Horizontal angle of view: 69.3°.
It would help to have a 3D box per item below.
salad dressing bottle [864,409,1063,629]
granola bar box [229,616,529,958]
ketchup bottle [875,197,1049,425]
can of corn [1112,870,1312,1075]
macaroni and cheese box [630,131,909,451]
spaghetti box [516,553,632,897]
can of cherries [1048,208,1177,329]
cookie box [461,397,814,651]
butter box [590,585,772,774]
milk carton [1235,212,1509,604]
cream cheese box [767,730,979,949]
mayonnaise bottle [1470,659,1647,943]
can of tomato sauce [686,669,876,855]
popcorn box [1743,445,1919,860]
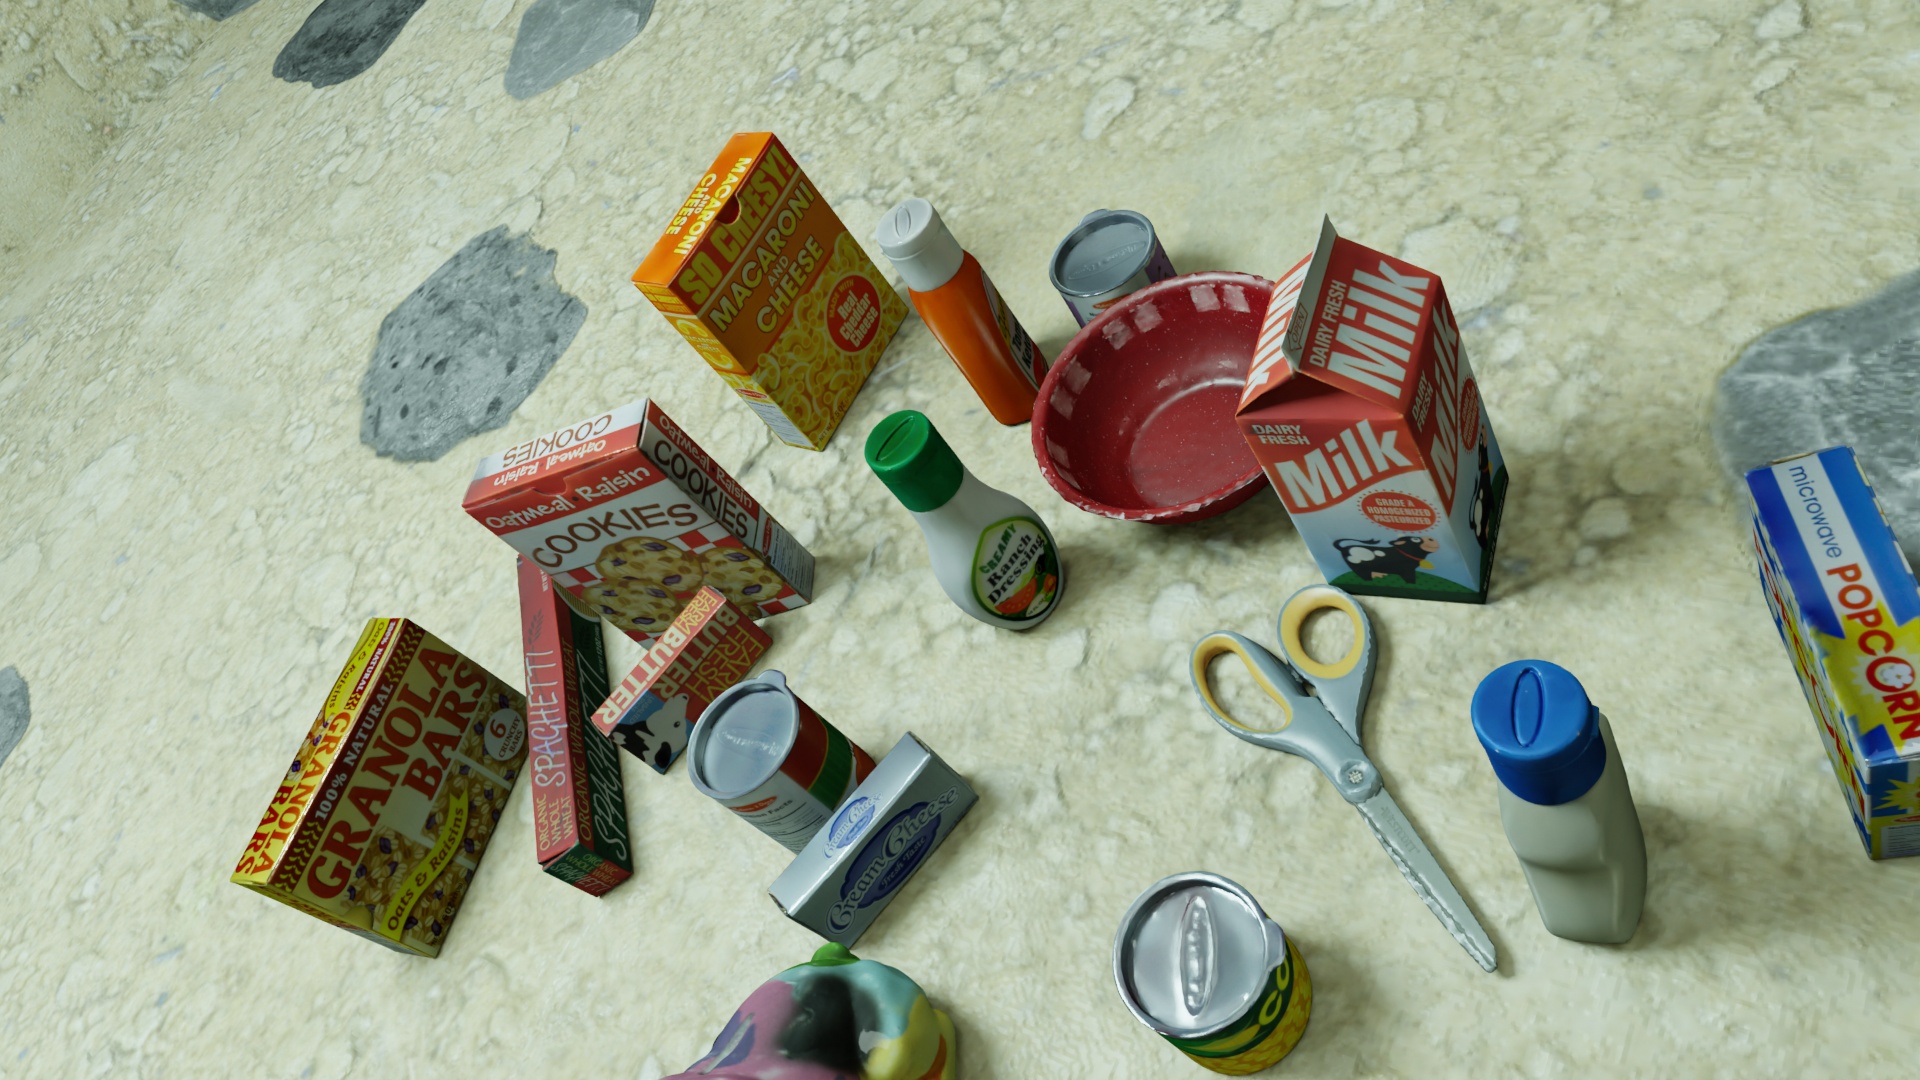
[{"bbox_3d":[0.003,-0.009,0.708,0.044,0.147,0.064,30,77,43],"label":"salad dressing bottle"},{"bbox_3d":[-0.331,0.146,0.823,0.039,0.124,0.166,-2,56,32],"label":"granola bar box"},{"bbox_3d":[0.002,-0.133,0.802,0.043,0.148,0.065,-22,48,18],"label":"ketchup bottle"},{"bbox_3d":[0.105,0.176,0.563,0.071,0.058,0.071,-17,49,22],"label":"can of corn"},{"bbox_3d":[-0.114,-0.155,0.882,0.040,0.166,0.124,13,65,39],"label":"macaroni and cheese box"},{"bbox_3d":[-0.239,0.100,0.851,0.028,0.050,0.251,-31,46,10],"label":"spaghetti box"},{"bbox_3d":[0.094,-0.153,0.822,0.071,0.058,0.072,-17,49,22],"label":"can of cherries"},{"bbox_3d":[-0.183,-0.003,0.810,0.123,0.167,0.040,-17,50,22],"label":"cookie box"},{"bbox_3d":[-0.162,0.081,0.813,0.024,0.053,0.103,30,76,43],"label":"butter box"},{"bbox_3d":[0.176,-0.051,0.597,0.073,0.190,0.072,3,59,35],"label":"milk carton"},{"bbox_3d":[-0.041,0.148,0.683,0.104,0.053,0.024,-48,45,-7],"label":"cream cheese box"},{"bbox_3d":[0.214,0.091,0.494,0.041,0.147,0.065,-3,56,32],"label":"mayonnaise bottle"},{"bbox_3d":[-0.089,0.117,0.717,0.071,0.083,0.071,-17,49,22],"label":"can of tomato sauce"},{"bbox_3d":[0.327,0.040,0.504,0.038,0.085,0.127,-17,50,22],"label":"popcorn box"}]
